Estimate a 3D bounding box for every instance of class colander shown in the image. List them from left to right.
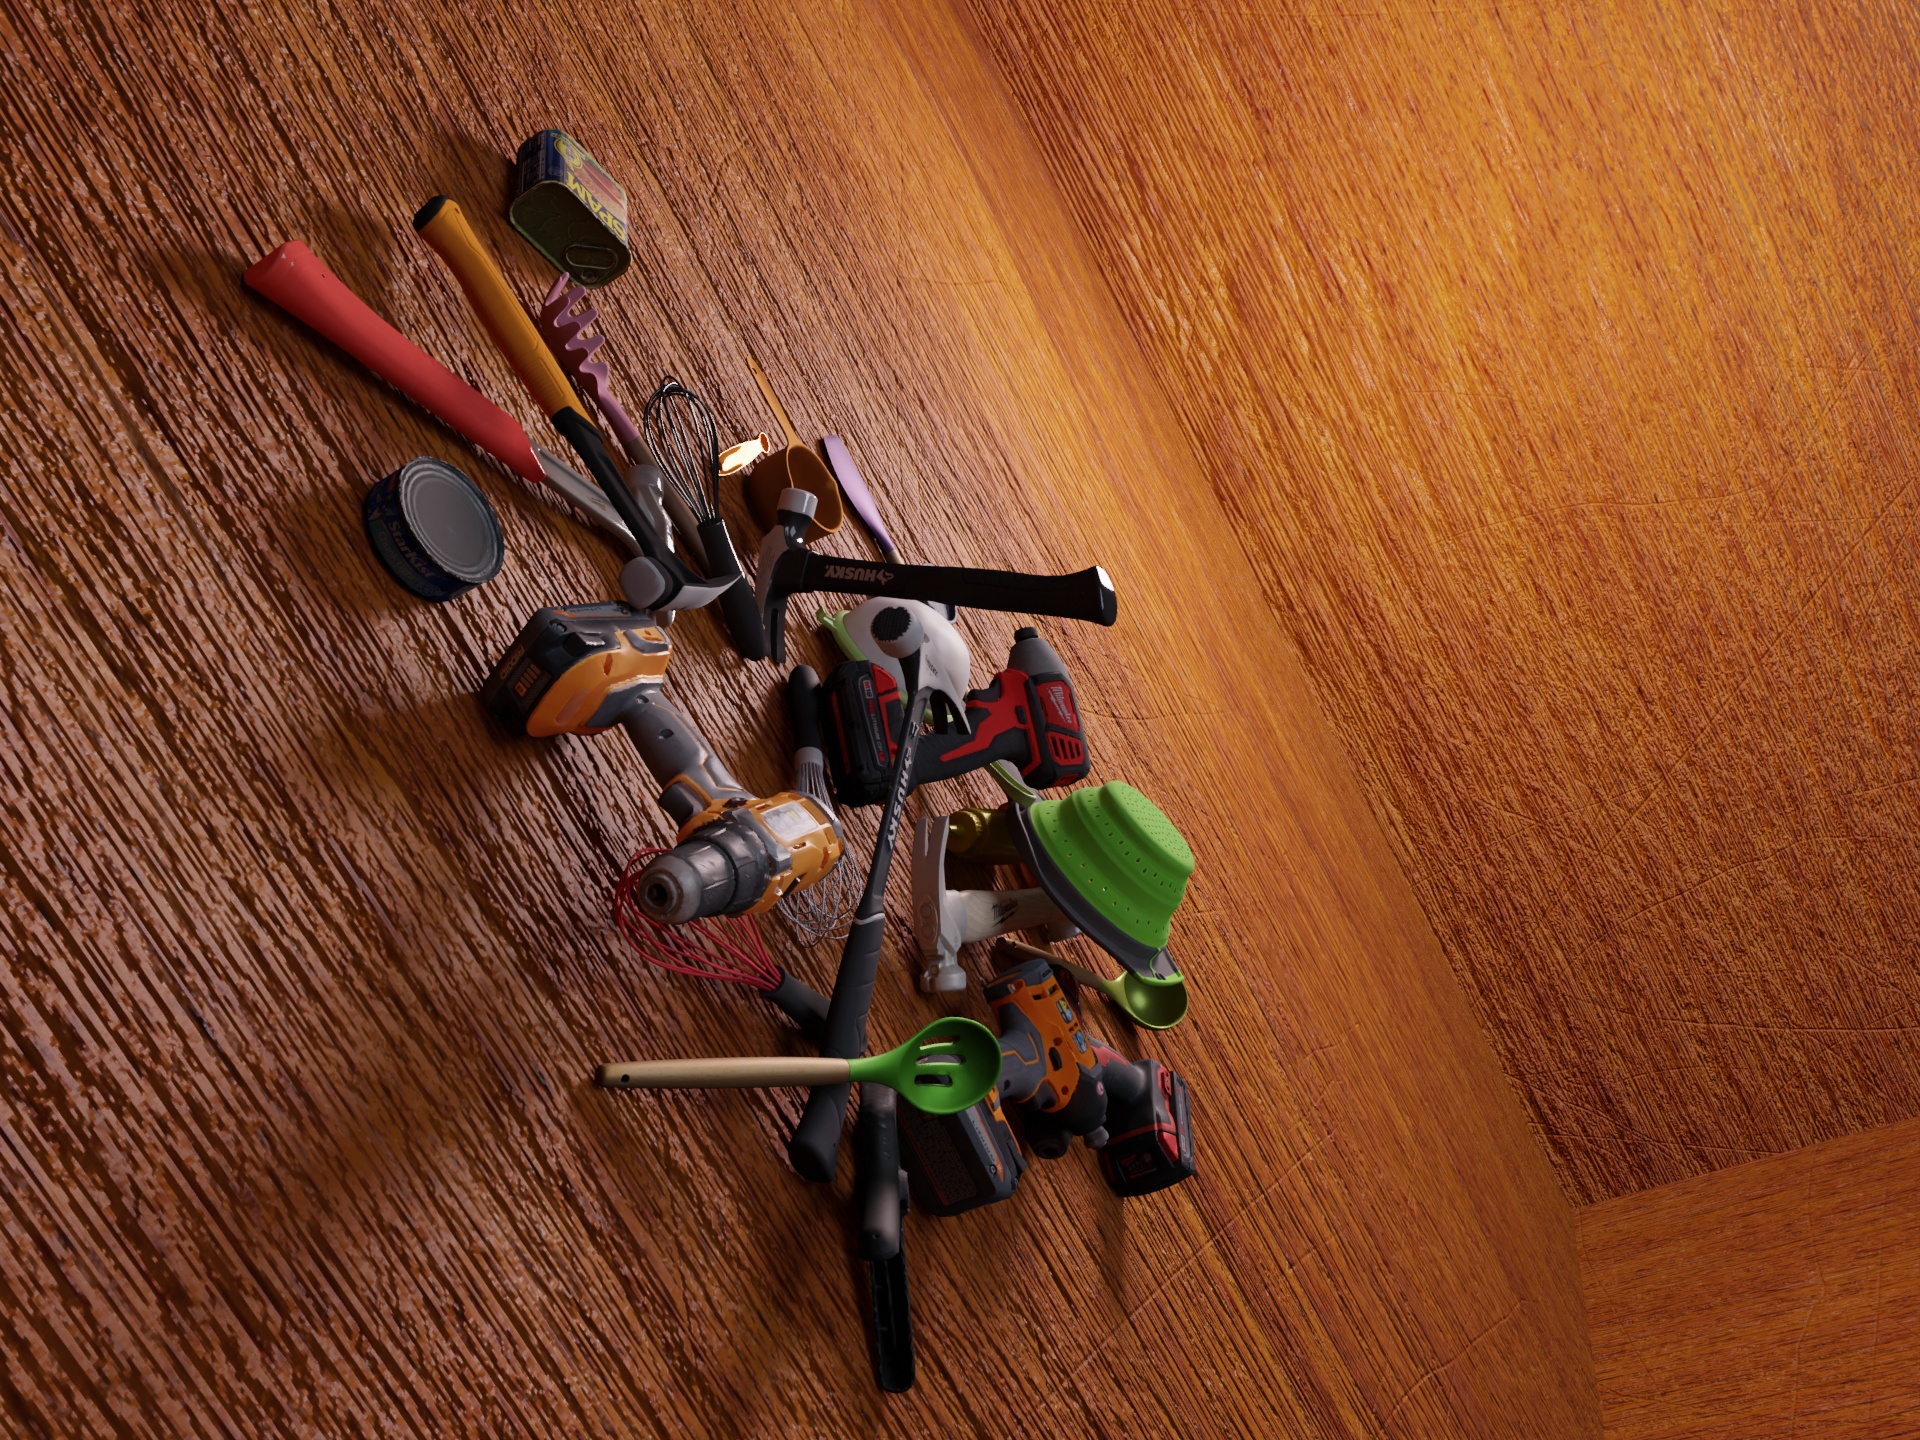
[{"bbox_3d":[0.098,0.064,1.475,0.397,0.094,0.204,52,17,24],"label":"colander"}]

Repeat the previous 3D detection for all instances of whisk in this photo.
[{"bbox_3d":[-0.193,-0.153,1.242,0.055,0.055,0.238,-69,147,-60],"label":"whisk"},{"bbox_3d":[-0.139,0.169,1.083,0.295,0.073,0.073,50,26,-47],"label":"whisk"},{"bbox_3d":[-0.118,0.058,1.245,0.070,0.070,0.285,45,24,-40],"label":"whisk"}]

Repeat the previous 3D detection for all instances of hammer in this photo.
[{"bbox_3d":[-0.319,-0.192,1.070,0.358,0.036,0.149,38,35,-49],"label":"hammer"},{"bbox_3d":[-0.272,-0.219,1.098,0.337,0.034,0.127,56,17,5],"label":"hammer"},{"bbox_3d":[-0.062,0.127,1.155,0.149,0.036,0.409,55,41,-55],"label":"hammer"},{"bbox_3d":[-0.027,-0.104,1.265,0.035,0.335,0.146,25,76,-57],"label":"hammer"},{"bbox_3d":[0.080,0.164,1.488,0.410,0.038,0.146,6,79,-58],"label":"hammer"}]

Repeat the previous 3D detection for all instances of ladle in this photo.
[{"bbox_3d":[0.135,0.254,1.599,0.319,0.062,0.078,30,42,-50],"label":"ladle"}]

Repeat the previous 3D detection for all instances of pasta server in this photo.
[{"bbox_3d":[-0.238,-0.202,1.257,0.316,0.040,0.060,58,13,-20],"label":"pasta server"}]

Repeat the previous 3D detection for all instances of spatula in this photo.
[{"bbox_3d":[-0.061,-0.148,1.618,0.316,0.018,0.060,62,20,-5],"label":"spatula"}]

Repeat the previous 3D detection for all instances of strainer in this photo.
[{"bbox_3d":[-0.007,-0.031,1.431,0.256,0.069,0.151,46,16,19],"label":"strainer"}]

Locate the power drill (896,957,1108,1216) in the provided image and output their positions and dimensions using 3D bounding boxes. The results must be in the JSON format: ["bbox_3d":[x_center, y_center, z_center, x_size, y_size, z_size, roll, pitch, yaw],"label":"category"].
[{"bbox_3d":[0.041,0.300,1.262,0.226,0.084,0.164,-25,87,-58],"label":"power drill"}]

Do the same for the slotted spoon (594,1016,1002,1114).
[{"bbox_3d":[-0.097,0.227,1.036,0.313,0.031,0.070,9,92,-41],"label":"slotted spoon"}]

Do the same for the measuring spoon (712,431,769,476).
[{"bbox_3d":[-0.198,-0.236,1.418,0.117,0.011,0.021,-52,128,-62],"label":"measuring spoon"}]

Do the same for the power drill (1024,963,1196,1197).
[{"bbox_3d":[0.125,0.351,1.455,0.226,0.080,0.188,47,29,-32],"label":"power drill"}]

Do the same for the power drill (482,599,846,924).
[{"bbox_3d":[-0.190,0.031,0.975,0.226,0.084,0.185,45,20,10],"label":"power drill"}]

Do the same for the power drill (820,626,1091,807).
[{"bbox_3d":[-0.002,-0.004,1.351,0.219,0.078,0.143,-6,76,-22],"label":"power drill"}]

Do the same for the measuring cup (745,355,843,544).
[{"bbox_3d":[-0.169,-0.237,1.424,0.173,0.052,0.095,64,22,-3],"label":"measuring cup"}]
